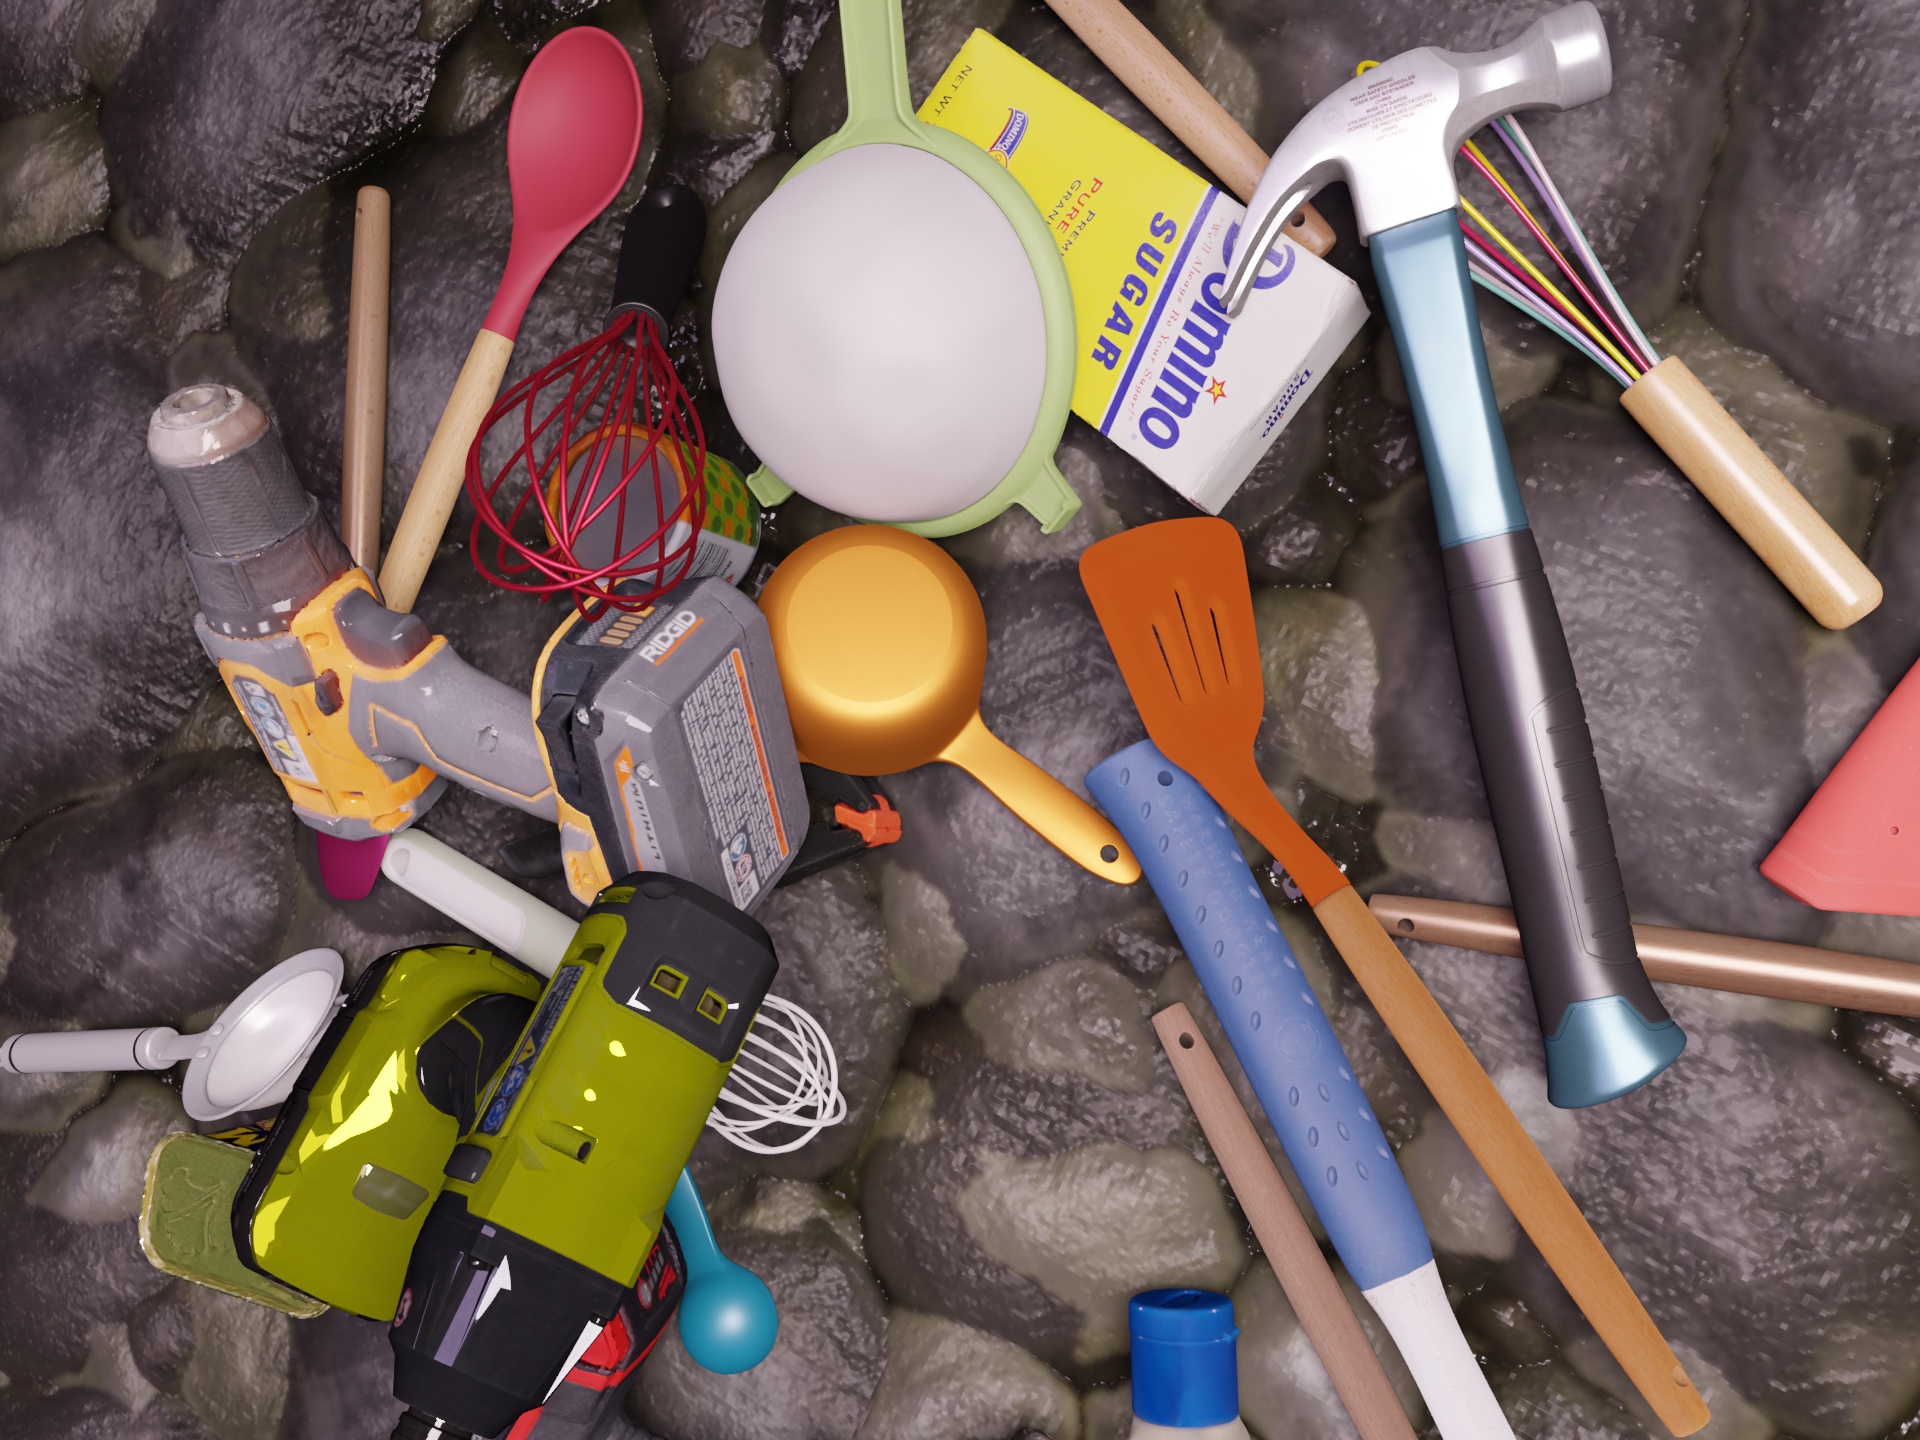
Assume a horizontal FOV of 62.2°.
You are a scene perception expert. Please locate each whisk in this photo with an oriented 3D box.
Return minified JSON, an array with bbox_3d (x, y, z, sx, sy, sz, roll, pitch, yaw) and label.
[{"bbox_3d":[-0.147,0.101,0.638,0.246,0.059,0.058,24,98,25],"label":"whisk"},{"bbox_3d":[-0.114,-0.126,0.551,0.073,0.073,0.296,-27,35,17],"label":"whisk"},{"bbox_3d":[0.208,-0.127,0.521,0.051,0.047,0.245,-39,78,13],"label":"whisk"}]

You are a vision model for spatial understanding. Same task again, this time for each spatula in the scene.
[{"bbox_3d":[0.139,0.073,0.512,0.323,0.081,0.041,58,139,18],"label":"spatula"},{"bbox_3d":[0.034,-0.287,0.606,0.082,0.044,0.317,-42,79,13],"label":"spatula"},{"bbox_3d":[0.286,0.080,0.488,0.316,0.018,0.059,6,110,22],"label":"spatula"}]

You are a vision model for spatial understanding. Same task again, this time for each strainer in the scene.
[{"bbox_3d":[-0.354,0.147,0.717,0.258,0.050,0.087,-7,42,26],"label":"strainer"},{"bbox_3d":[-0.041,-0.182,0.546,0.151,0.069,0.256,10,115,33],"label":"strainer"}]

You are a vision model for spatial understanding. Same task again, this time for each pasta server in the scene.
[{"bbox_3d":[0.144,0.237,0.525,0.060,0.040,0.316,-24,75,-12],"label":"pasta server"}]

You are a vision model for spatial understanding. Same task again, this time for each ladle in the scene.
[{"bbox_3d":[-0.204,-0.138,0.670,0.069,0.031,0.315,21,90,23],"label":"ladle"}]

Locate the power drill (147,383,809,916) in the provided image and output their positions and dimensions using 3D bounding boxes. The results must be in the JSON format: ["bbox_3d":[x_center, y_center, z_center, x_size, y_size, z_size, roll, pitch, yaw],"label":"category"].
[{"bbox_3d":[-0.177,-0.022,0.560,0.226,0.084,0.185,13,133,24],"label":"power drill"}]

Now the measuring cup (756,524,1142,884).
[{"bbox_3d":[-0.001,-0.002,0.575,0.174,0.052,0.095,39,76,10],"label":"measuring cup"}]

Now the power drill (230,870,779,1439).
[{"bbox_3d":[-0.160,0.141,0.520,0.223,0.080,0.171,-16,44,54],"label":"power drill"}]

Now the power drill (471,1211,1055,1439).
[{"bbox_3d":[-0.074,0.270,0.572,0.220,0.078,0.143,32,100,6],"label":"power drill"}]

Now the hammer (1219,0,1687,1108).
[{"bbox_3d":[0.169,-0.044,0.499,0.128,0.033,0.331,-13,89,18],"label":"hammer"}]

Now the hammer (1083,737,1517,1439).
[{"bbox_3d":[0.150,0.186,0.509,0.144,0.035,0.406,-21,72,-11],"label":"hammer"}]

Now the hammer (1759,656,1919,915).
[{"bbox_3d":[0.355,-0.094,0.466,0.149,0.036,0.359,39,100,18],"label":"hammer"}]

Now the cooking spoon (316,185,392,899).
[{"bbox_3d":[-0.266,-0.081,0.703,0.069,0.017,0.319,-5,82,42],"label":"cooking spoon"}]

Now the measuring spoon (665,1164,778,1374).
[{"bbox_3d":[-0.114,0.199,0.632,0.042,0.021,0.129,-31,79,16],"label":"measuring spoon"}]
